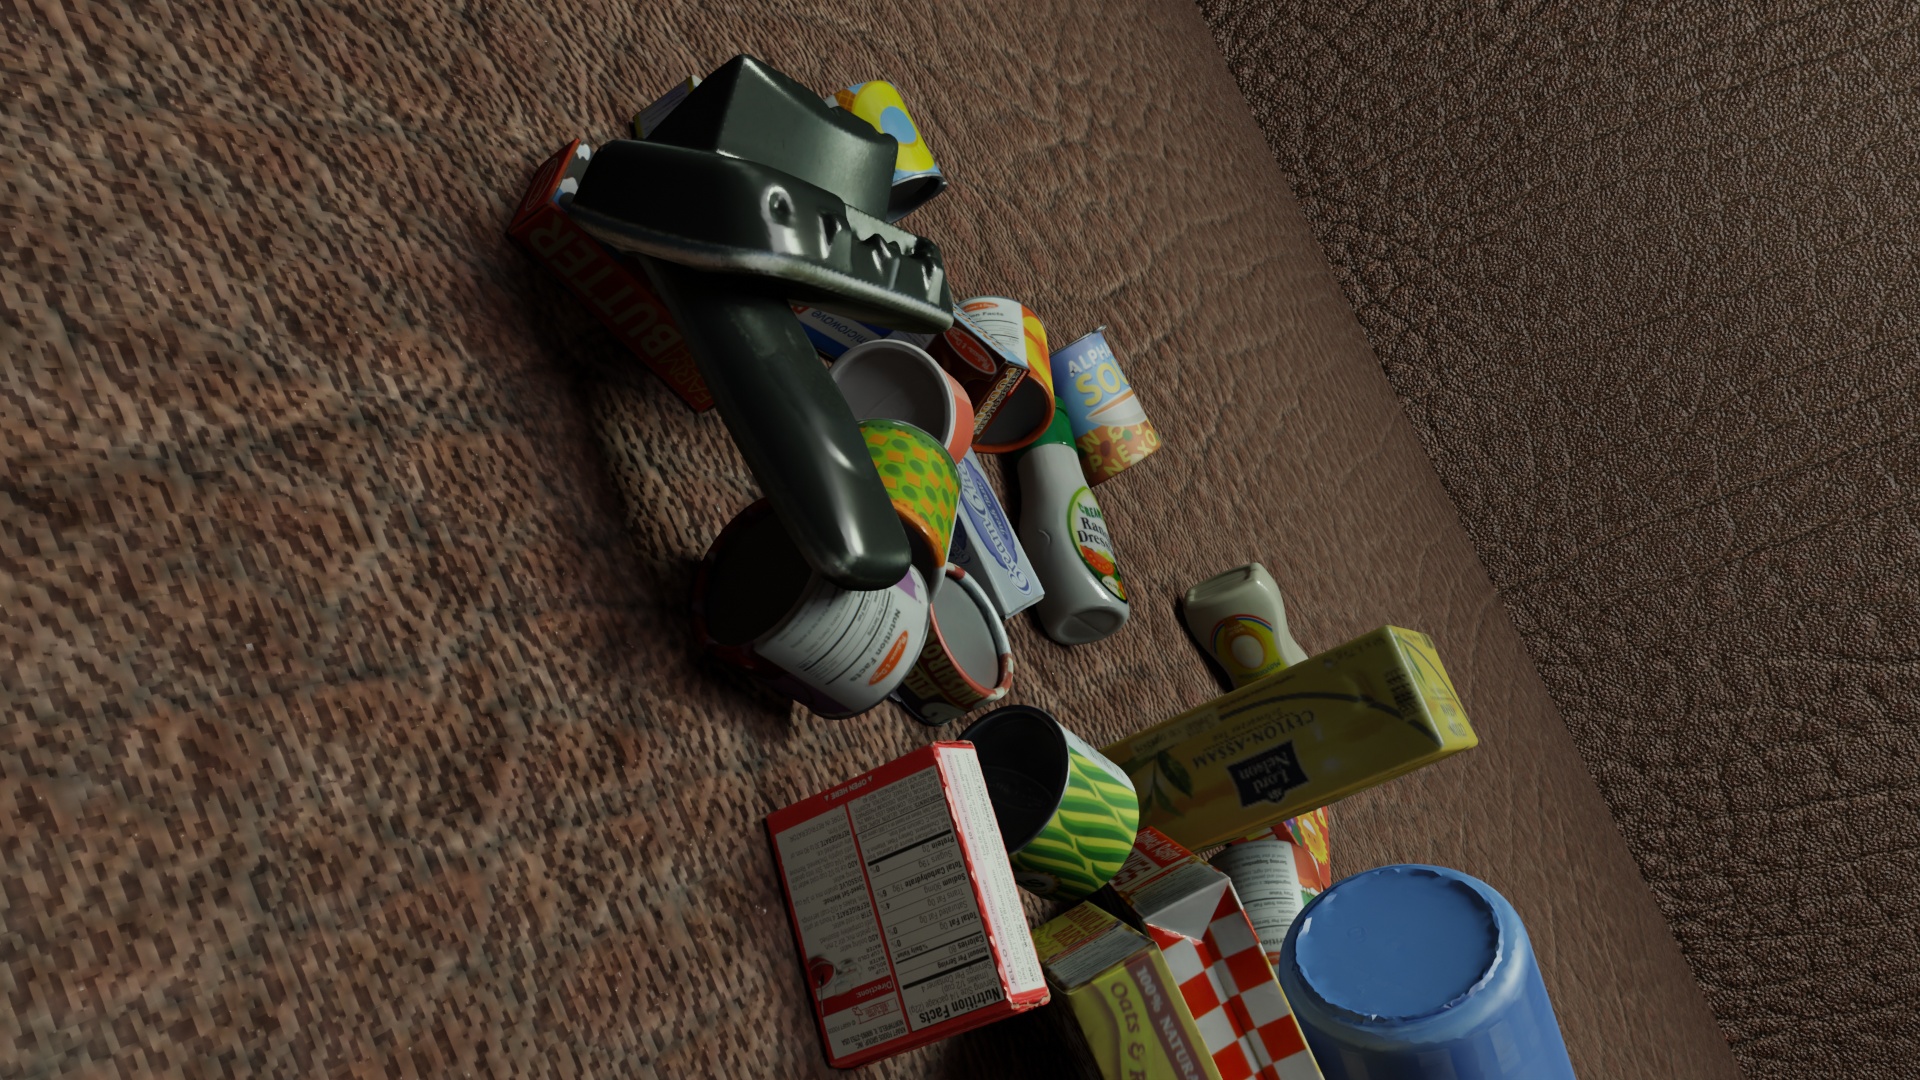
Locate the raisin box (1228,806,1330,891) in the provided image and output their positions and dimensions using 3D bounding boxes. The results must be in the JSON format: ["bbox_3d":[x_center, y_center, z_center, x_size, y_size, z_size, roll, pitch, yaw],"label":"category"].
[{"bbox_3d":[0.195,0.159,0.877,0.086,0.040,0.124,56,24,-16],"label":"raisin box"}]

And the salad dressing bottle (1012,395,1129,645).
[{"bbox_3d":[0.056,-0.015,0.779,0.064,0.044,0.148,31,38,-47],"label":"salad dressing bottle"}]

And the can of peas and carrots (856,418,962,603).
[{"bbox_3d":[-0.037,-0.009,0.566,0.071,0.071,0.059,50,27,-25],"label":"can of peas and carrots"}]

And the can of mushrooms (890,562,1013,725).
[{"bbox_3d":[-0.009,0.045,0.604,0.071,0.033,0.071,45,29,-34],"label":"can of mushrooms"}]

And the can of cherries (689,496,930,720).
[{"bbox_3d":[-0.056,0.023,0.501,0.058,0.071,0.072,37,34,-42],"label":"can of cherries"}]

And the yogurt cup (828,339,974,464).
[{"bbox_3d":[-0.027,-0.055,0.638,0.072,0.072,0.054,66,16,8],"label":"yogurt cup"}]

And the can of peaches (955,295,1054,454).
[{"bbox_3d":[0.017,-0.087,0.753,0.071,0.071,0.058,42,31,-38],"label":"can of peaches"}]

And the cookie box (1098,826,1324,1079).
[{"bbox_3d":[0.105,0.191,0.580,0.167,0.040,0.123,109,-44,-84],"label":"cookie box"}]

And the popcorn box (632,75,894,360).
[{"bbox_3d":[-0.087,-0.144,0.640,0.126,0.038,0.085,23,45,-54],"label":"popcorn box"}]

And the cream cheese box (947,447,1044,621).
[{"bbox_3d":[0.002,-0.009,0.692,0.104,0.024,0.053,64,25,3],"label":"cream cheese box"}]

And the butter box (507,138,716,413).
[{"bbox_3d":[-0.124,-0.102,0.542,0.103,0.024,0.053,46,28,-32],"label":"butter box"}]

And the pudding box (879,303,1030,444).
[{"bbox_3d":[-0.013,-0.091,0.684,0.084,0.049,0.030,43,17,22],"label":"pudding box"}]

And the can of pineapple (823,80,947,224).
[{"bbox_3d":[-0.050,-0.201,0.737,0.058,0.071,0.071,63,24,2],"label":"can of pineapple"}]

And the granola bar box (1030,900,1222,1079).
[{"bbox_3d":[0.078,0.224,0.514,0.165,0.039,0.124,65,-8,5],"label":"granola bar box"}]

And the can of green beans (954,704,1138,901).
[{"bbox_3d":[0.032,0.110,0.577,0.057,0.071,0.071,40,32,-41],"label":"can of green beans"}]

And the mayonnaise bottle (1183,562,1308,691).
[{"bbox_3d":[0.211,0.089,0.956,0.147,0.064,0.041,59,23,-16],"label":"mayonnaise bottle"}]

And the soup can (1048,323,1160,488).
[{"bbox_3d":[0.078,-0.080,0.856,0.083,0.071,0.071,60,24,-4],"label":"soup can"}]

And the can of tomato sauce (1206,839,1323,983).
[{"bbox_3d":[0.163,0.211,0.730,0.071,0.071,0.083,44,30,-35],"label":"can of tomato sauce"}]
